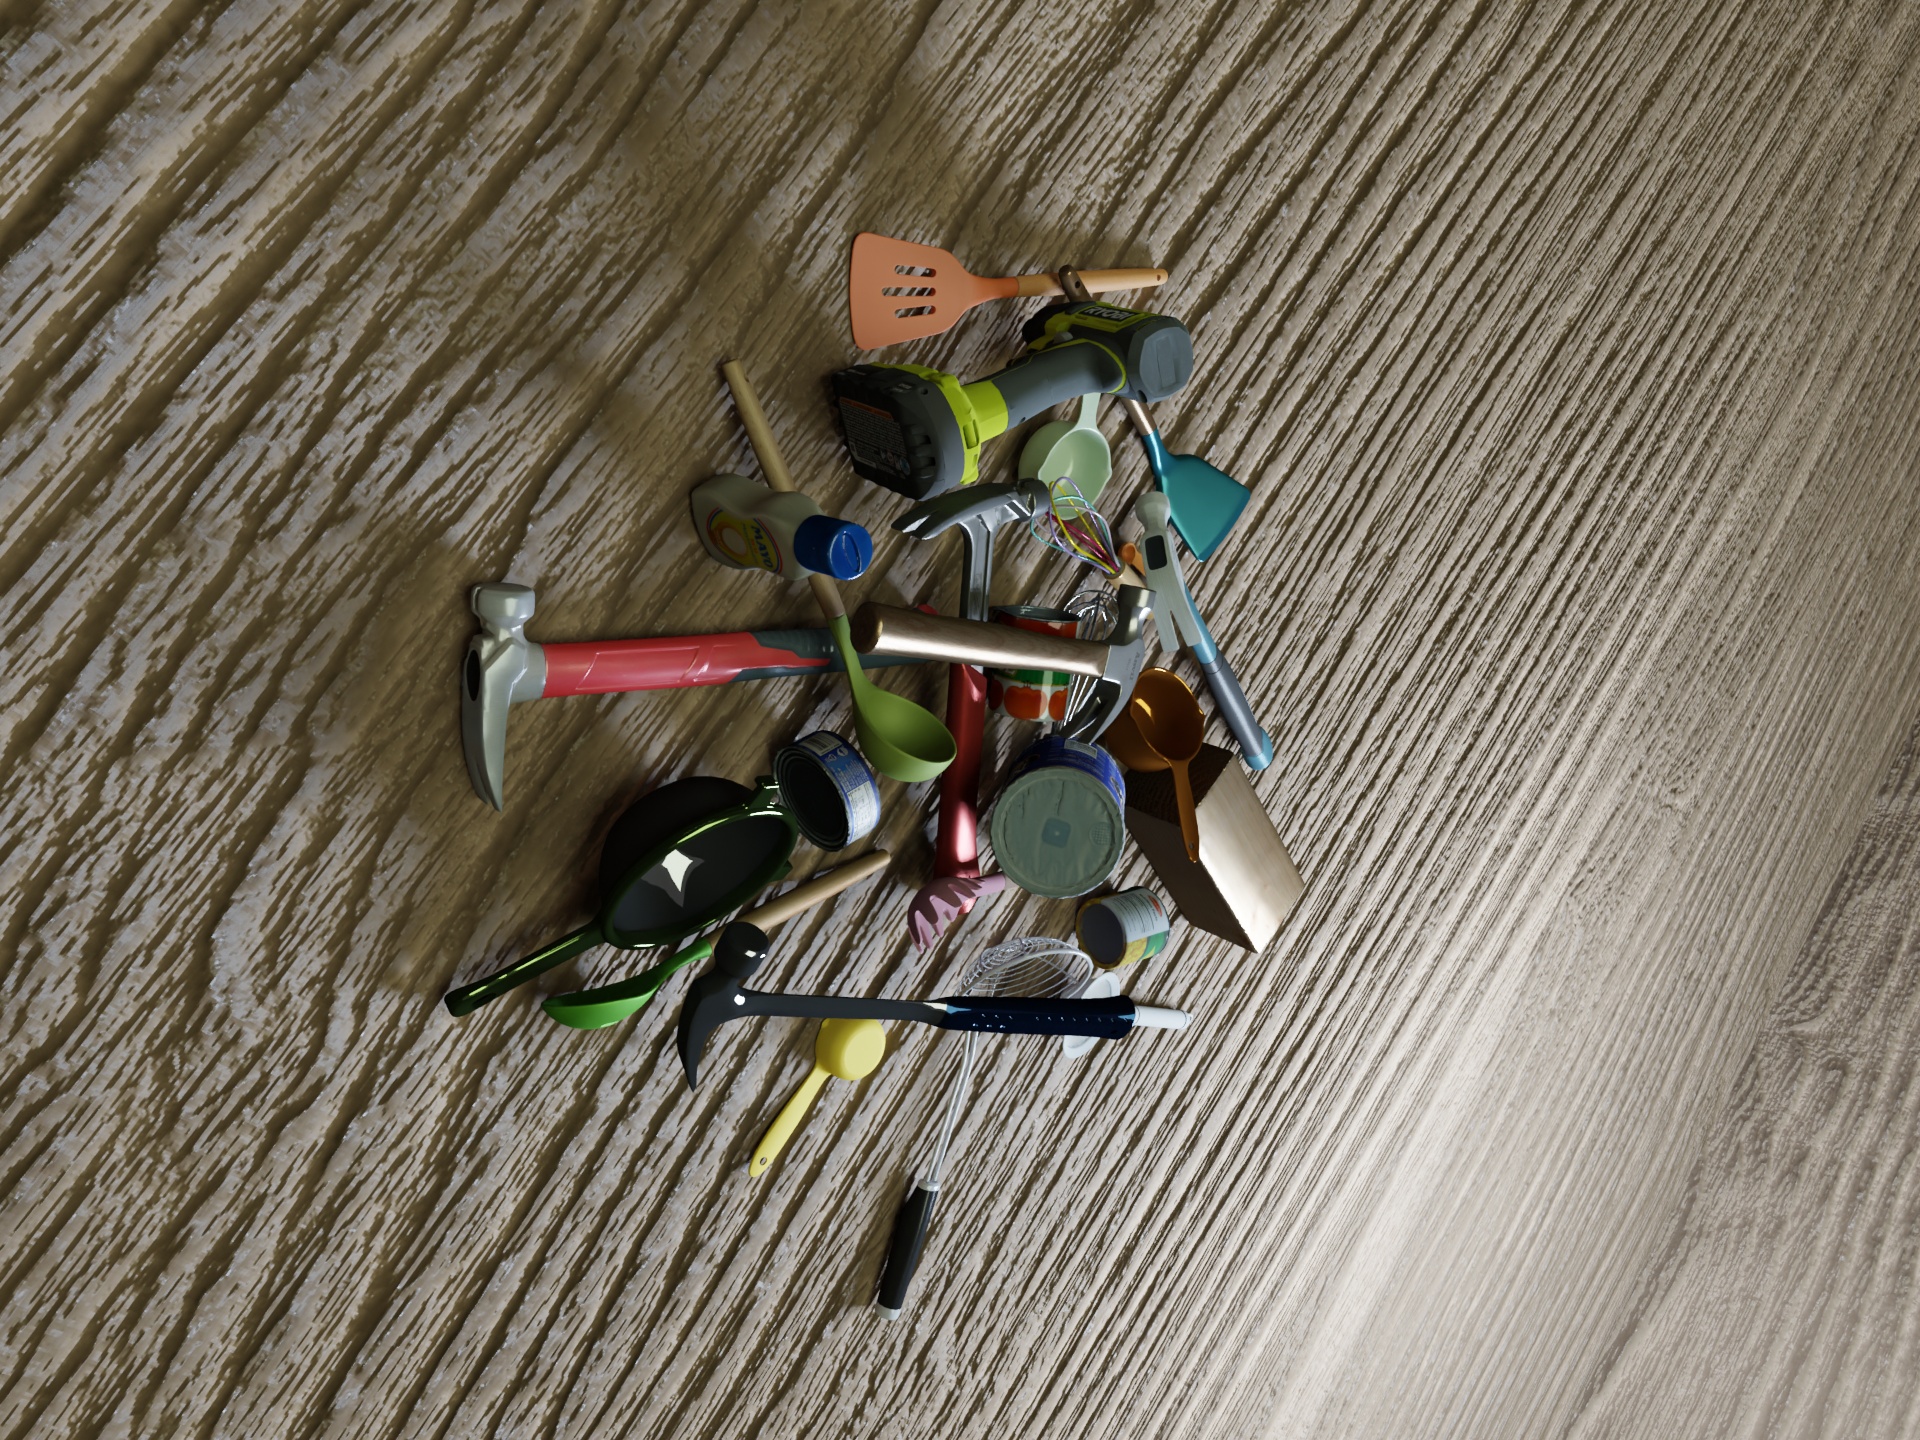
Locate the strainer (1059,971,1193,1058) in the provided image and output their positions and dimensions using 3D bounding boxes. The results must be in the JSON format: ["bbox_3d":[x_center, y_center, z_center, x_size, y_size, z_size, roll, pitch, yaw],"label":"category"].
[{"bbox_3d":[0.153,0.278,1.502,0.258,0.050,0.087,18,97,-51],"label":"strainer"}]

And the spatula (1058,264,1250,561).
[{"bbox_3d":[0.155,-0.257,1.311,0.082,0.044,0.317,-53,139,-11],"label":"spatula"}]

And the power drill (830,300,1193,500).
[{"bbox_3d":[0.029,-0.240,1.132,0.223,0.171,0.080,-26,121,-22],"label":"power drill"}]

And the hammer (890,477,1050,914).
[{"bbox_3d":[-0.002,-0.004,1.221,0.149,0.037,0.358,-25,130,-44],"label":"hammer"}]

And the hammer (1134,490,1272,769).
[{"bbox_3d":[0.225,-0.056,1.427,0.330,0.033,0.128,53,28,-49],"label":"hammer"}]

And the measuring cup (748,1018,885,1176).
[{"bbox_3d":[-0.114,0.300,1.264,0.156,0.029,0.062,-54,133,-18],"label":"measuring cup"}]

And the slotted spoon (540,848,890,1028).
[{"bbox_3d":[-0.164,0.155,1.158,0.314,0.070,0.031,-24,103,-42],"label":"slotted spoon"}]

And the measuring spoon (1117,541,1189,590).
[{"bbox_3d":[0.171,-0.129,1.406,0.116,0.011,0.021,27,81,-48],"label":"measuring spoon"}]

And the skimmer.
[{"bbox_3d":[0.010,0.351,1.355,0.127,0.090,0.363,16,92,-45],"label":"skimmer"}]

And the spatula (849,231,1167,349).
[{"bbox_3d":[0.049,-0.334,1.215,0.322,0.041,0.081,-18,116,-43],"label":"spatula"}]

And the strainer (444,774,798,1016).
[{"bbox_3d":[-0.235,0.110,1.070,0.256,0.069,0.151,-28,156,-16],"label":"strainer"}]

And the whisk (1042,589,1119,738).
[{"bbox_3d":[0.084,0.008,1.349,0.059,0.058,0.246,16,97,-10],"label":"whisk"}]

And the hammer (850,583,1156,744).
[{"bbox_3d":[0.038,-0.051,1.176,0.331,0.031,0.130,4,101,-51],"label":"hammer"}]

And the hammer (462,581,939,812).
[{"bbox_3d":[-0.159,-0.029,1.109,0.386,0.038,0.143,-7,109,-42],"label":"hammer"}]

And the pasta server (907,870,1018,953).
[{"bbox_3d":[0.050,0.135,1.314,0.060,0.040,0.316,-52,156,24],"label":"pasta server"}]

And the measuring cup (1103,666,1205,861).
[{"bbox_3d":[0.171,0.042,1.385,0.095,0.052,0.174,2,73,-40],"label":"measuring cup"}]

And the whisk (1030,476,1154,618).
[{"bbox_3d":[0.117,-0.130,1.301,0.051,0.047,0.244,-46,150,6],"label":"whisk"}]

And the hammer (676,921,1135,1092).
[{"bbox_3d":[-0.030,0.227,1.224,0.405,0.035,0.144,10,124,-36],"label":"hammer"}]

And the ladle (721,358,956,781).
[{"bbox_3d":[-0.085,-0.100,1.099,0.078,0.062,0.320,-62,133,-64],"label":"ladle"}]

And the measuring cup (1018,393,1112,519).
[{"bbox_3d":[0.088,-0.244,1.255,0.083,0.038,0.167,-7,116,-41],"label":"measuring cup"}]
